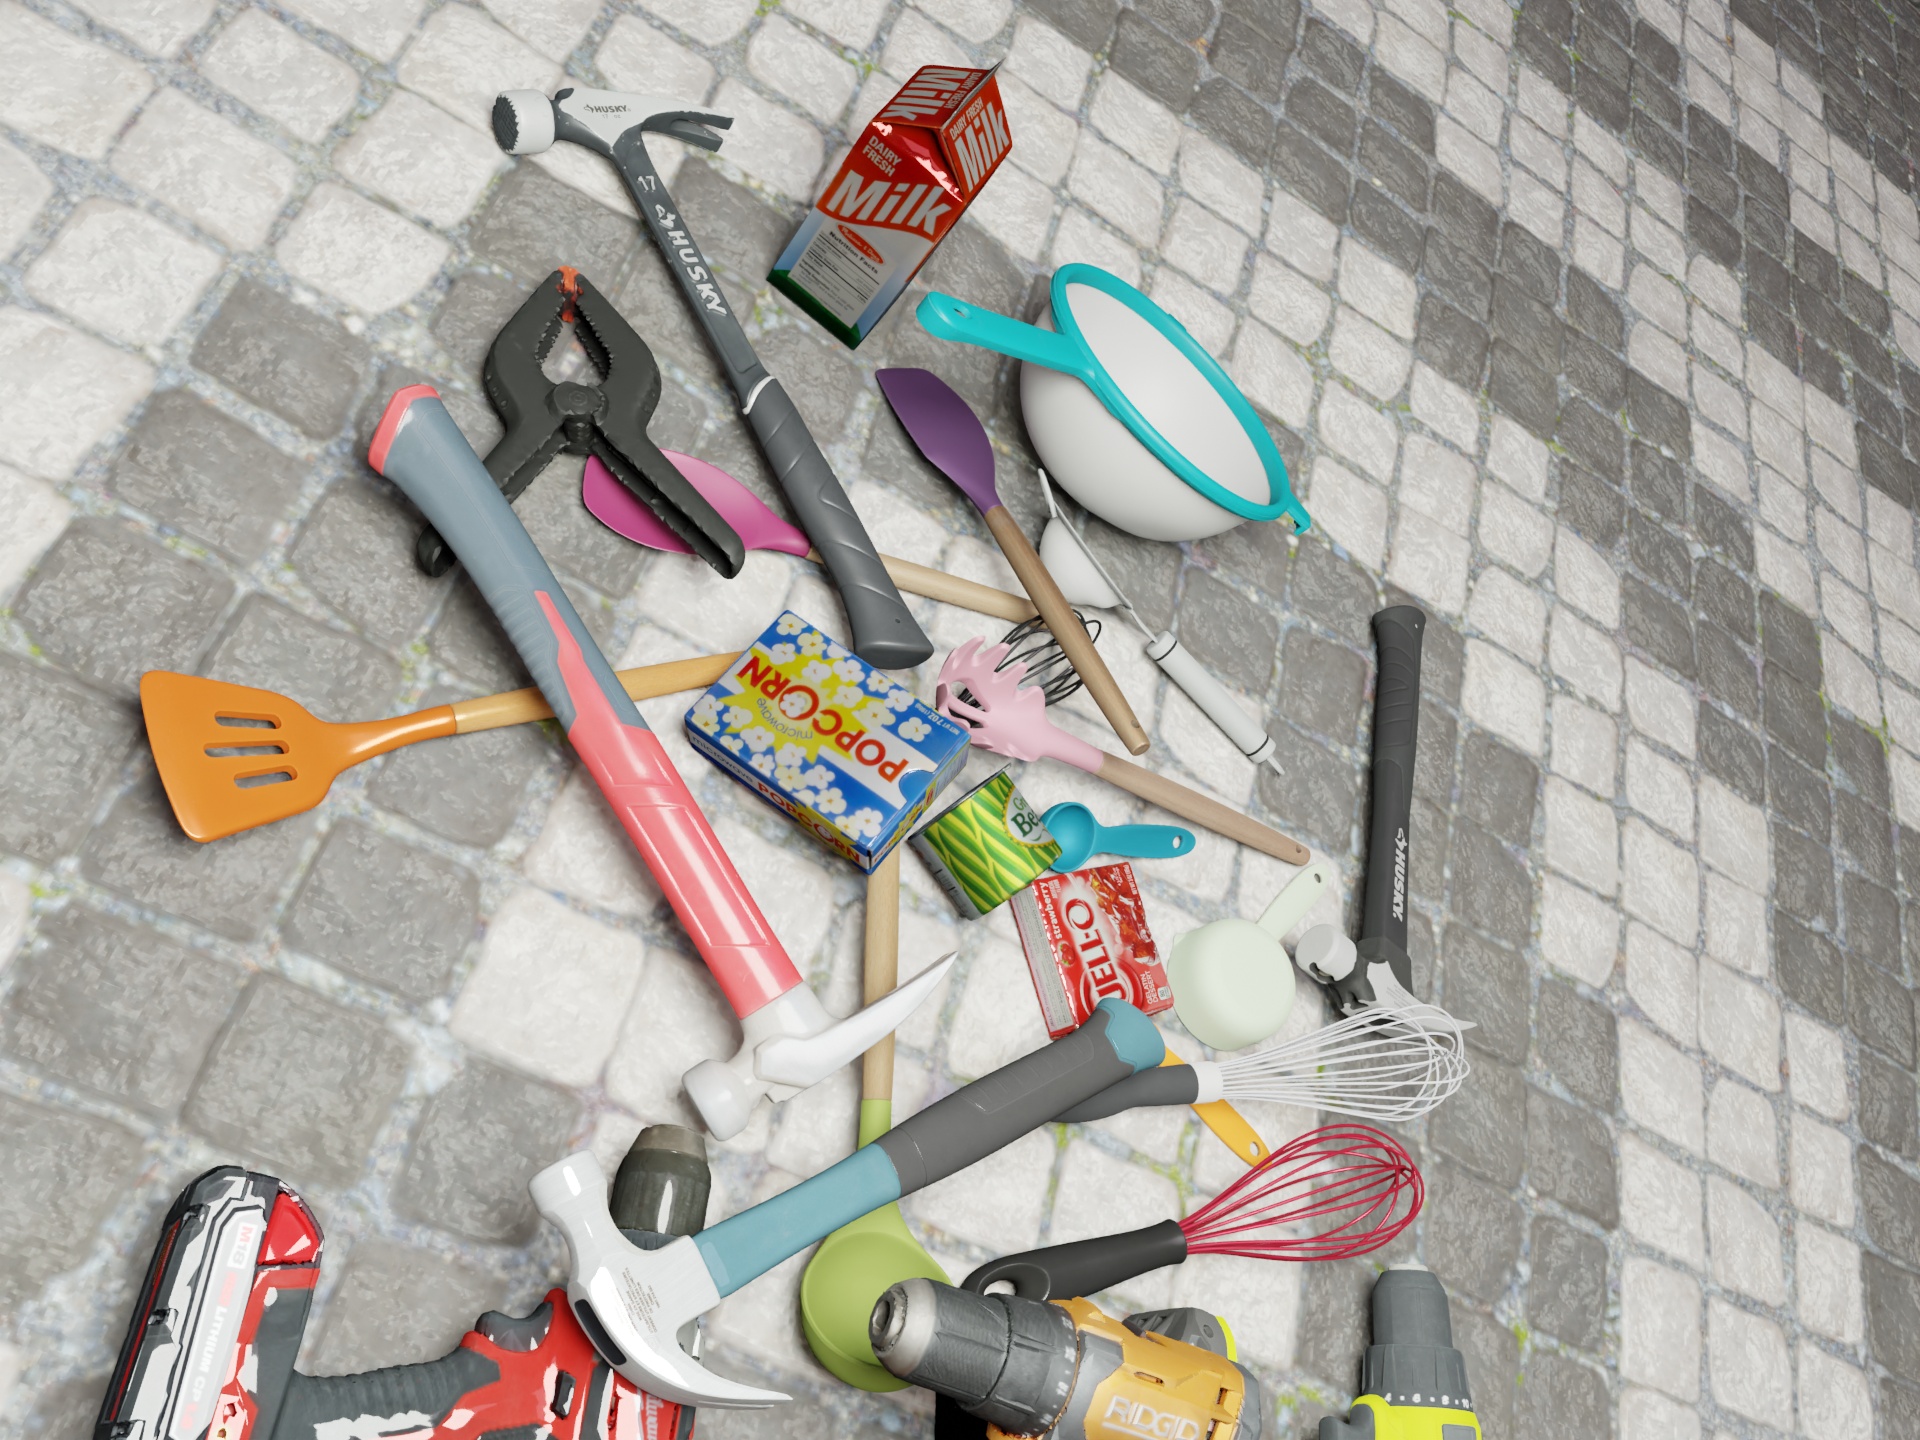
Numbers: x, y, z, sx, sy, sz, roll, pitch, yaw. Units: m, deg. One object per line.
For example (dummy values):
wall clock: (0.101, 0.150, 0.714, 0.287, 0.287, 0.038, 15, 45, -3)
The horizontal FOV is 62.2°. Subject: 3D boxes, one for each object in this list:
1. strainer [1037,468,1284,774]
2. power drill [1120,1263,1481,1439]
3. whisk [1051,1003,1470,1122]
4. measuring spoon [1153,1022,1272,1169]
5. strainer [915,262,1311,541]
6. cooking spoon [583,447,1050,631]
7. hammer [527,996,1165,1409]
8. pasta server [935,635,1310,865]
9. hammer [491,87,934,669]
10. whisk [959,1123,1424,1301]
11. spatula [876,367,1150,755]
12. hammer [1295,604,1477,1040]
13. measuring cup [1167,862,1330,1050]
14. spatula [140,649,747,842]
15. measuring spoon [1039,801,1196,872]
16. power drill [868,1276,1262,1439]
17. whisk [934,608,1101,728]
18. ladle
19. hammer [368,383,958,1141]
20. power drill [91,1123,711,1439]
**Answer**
strainer: (0.122, -0.052, 1.019, 0.258, 0.050, 0.087, 44, 8, -12)
power drill: (0.181, 0.373, 0.827, 0.228, 0.080, 0.191, 18, 59, -26)
whisk: (0.165, 0.203, 0.899, 0.284, 0.070, 0.070, -1, 68, -19)
measuring spoon: (0.142, 0.216, 0.917, 0.117, 0.011, 0.021, 47, 52, -4)
strainer: (0.069, -0.190, 0.984, 0.340, 0.095, 0.211, 3, 53, -50)
cooking spoon: (-0.067, -0.095, 0.938, 0.318, 0.017, 0.069, 15, 57, -25)
hammer: (-0.026, 0.201, 0.735, 0.331, 0.033, 0.128, -18, 75, -39)
pasta server: (0.105, 0.032, 0.940, 0.316, 0.040, 0.060, 24, 64, -32)
hammer: (-0.123, -0.207, 0.934, 0.149, 0.036, 0.409, -20, 76, -38)
whisk: (0.131, 0.275, 0.858, 0.295, 0.073, 0.073, -6, 71, -27)
spatula: (0.034, -0.107, 0.960, 0.059, 0.018, 0.316, -8, 56, -34)
hammer: (0.292, 0.055, 1.065, 0.146, 0.035, 0.335, 37, 48, -27)
measuring cup: (0.192, 0.132, 0.972, 0.167, 0.038, 0.083, -39, 90, -36)
spatula: (-0.225, -0.008, 0.784, 0.322, 0.041, 0.081, -14, 76, -36)
measuring spoon: (0.091, 0.070, 0.957, 0.128, 0.021, 0.042, 6, 95, -39)
power drill: (0.013, 0.356, 0.675, 0.185, 0.084, 0.226, 27, 80, -21)
whisk: (-0.001, -0.003, 0.917, 0.239, 0.055, 0.055, -33, 87, -34)
ladle: (-0.037, 0.161, 0.792, 0.078, 0.062, 0.320, 8, 67, -19)
hammer: (-0.156, -0.001, 0.769, 0.143, 0.038, 0.386, -31, 86, -17)
power drill: (-0.209, 0.242, 0.652, 0.226, 0.080, 0.188, 22, 58, -25)
